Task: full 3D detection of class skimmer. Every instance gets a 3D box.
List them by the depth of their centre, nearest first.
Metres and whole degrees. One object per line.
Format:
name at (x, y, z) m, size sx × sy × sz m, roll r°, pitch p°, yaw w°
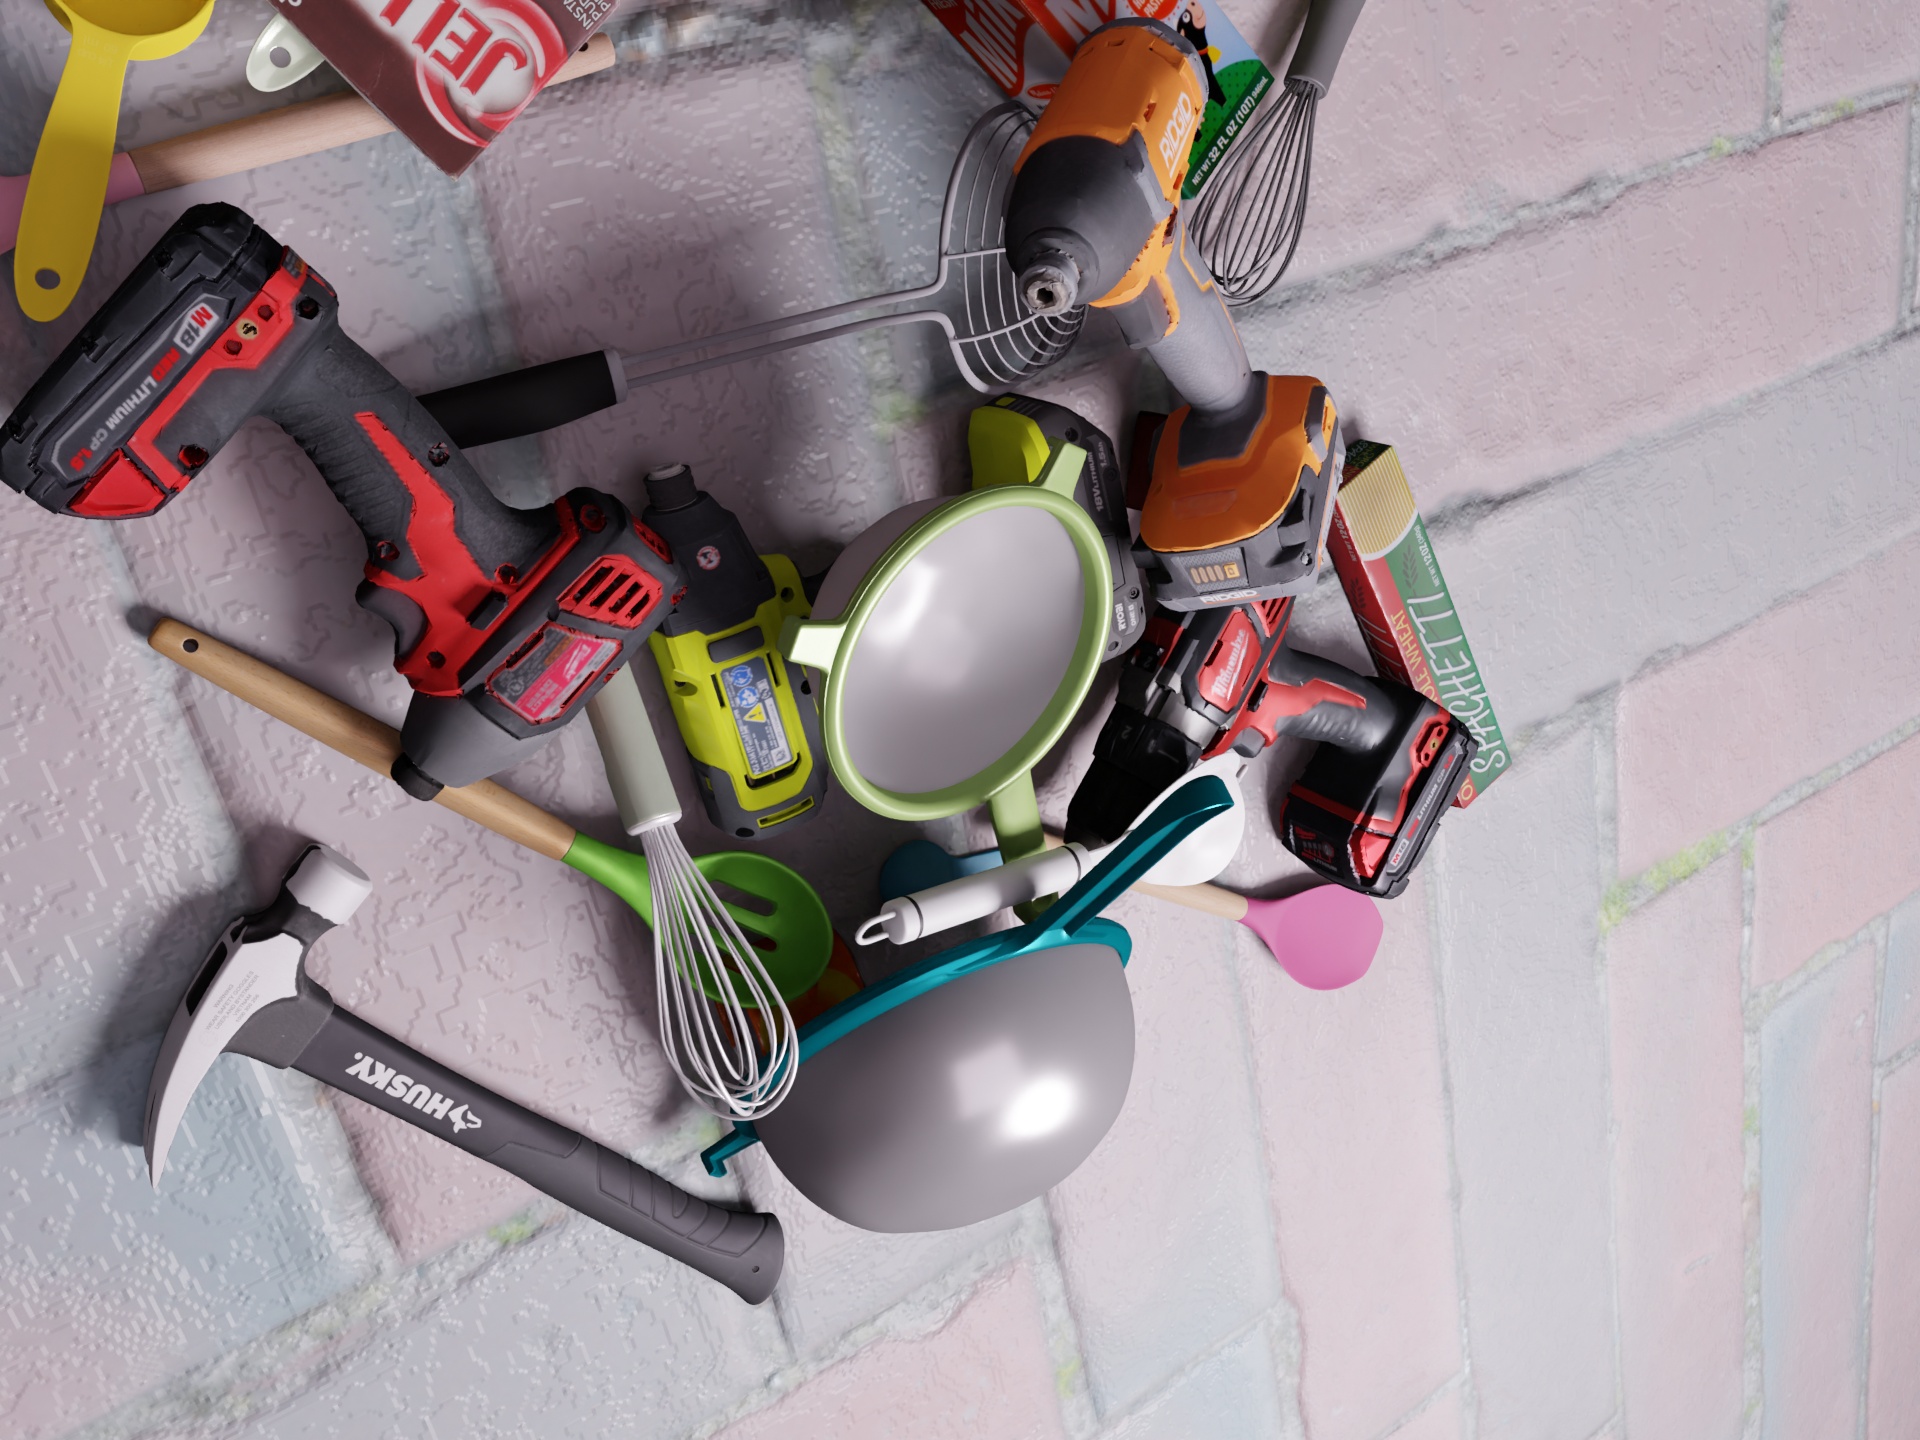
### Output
skimmer at (-0.096, -0.173, 0.689) m, size 0.363 × 0.090 × 0.127 m, roll -18°, pitch 126°, yaw -14°

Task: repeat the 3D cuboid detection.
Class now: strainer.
strainer at (-0.001, -0.002, 0.704) m, size 0.151 × 0.069 × 0.256 m, roll -37°, pitch 139°, yaw -20°
strainer at (0.034, 0.149, 0.711) m, size 0.211 × 0.095 × 0.340 m, roll -7°, pitch 150°, yaw -37°
strainer at (0.058, 0.067, 0.732) m, size 0.258 × 0.050 × 0.086 m, roll -14°, pitch 143°, yaw -36°

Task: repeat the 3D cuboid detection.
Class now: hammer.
hammer at (-0.206, 0.200, 0.735) m, size 0.334 × 0.035 × 0.146 m, roll 42°, pitch 81°, yaw -34°

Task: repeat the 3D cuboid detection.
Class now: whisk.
whisk at (-0.128, 0.051, 0.676) m, size 0.059 × 0.058 × 0.246 m, roll -22°, pitch 84°, yaw 17°
whisk at (0.171, -0.320, 0.799) m, size 0.055 × 0.055 × 0.239 m, roll 23°, pitch 87°, yaw -34°

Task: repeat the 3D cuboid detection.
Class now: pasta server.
pasta server at (-0.268, -0.207, 0.569) m, size 0.316 × 0.040 × 0.060 m, roll -26°, pitch 87°, yaw -24°

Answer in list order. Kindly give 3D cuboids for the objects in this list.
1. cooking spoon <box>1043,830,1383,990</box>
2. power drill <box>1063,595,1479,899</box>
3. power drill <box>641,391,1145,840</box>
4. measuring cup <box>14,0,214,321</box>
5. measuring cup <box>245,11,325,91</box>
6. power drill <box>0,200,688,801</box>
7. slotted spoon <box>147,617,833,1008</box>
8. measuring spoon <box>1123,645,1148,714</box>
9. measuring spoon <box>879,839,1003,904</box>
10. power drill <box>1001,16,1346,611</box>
cooking spoon at (0.144, 0.103, 0.923) m, size 0.318 × 0.017 × 0.069 m, roll 20°, pitch 92°, yaw -37°
power drill at (0.166, 0.023, 0.875) m, size 0.226 × 0.080 × 0.188 m, roll 30°, pitch 88°, yaw -36°
power drill at (-0.034, -0.063, 0.734) m, size 0.223 × 0.080 × 0.171 m, roll -23°, pitch 117°, yaw -20°
measuring cup at (-0.293, -0.206, 0.536) m, size 0.062 × 0.029 × 0.156 m, roll 13°, pitch 82°, yaw -25°
measuring cup at (-0.203, -0.292, 0.584) m, size 0.167 × 0.038 × 0.083 m, roll -48°, pitch 124°, yaw -5°
power drill at (-0.224, -0.069, 0.590) m, size 0.143 × 0.079 × 0.219 m, roll -47°, pitch 121°, yaw 5°
slotted spoon at (-0.189, 0.039, 0.677) m, size 0.313 × 0.031 × 0.070 m, roll 32°, pitch 69°, yaw -25°
measuring spoon at (0.089, -0.048, 0.853) m, size 0.021 × 0.011 × 0.116 m, roll -30°, pitch 115°, yaw -30°
measuring spoon at (0.018, 0.081, 0.841) m, size 0.128 × 0.021 × 0.042 m, roll -5°, pitch 107°, yaw -30°
power drill at (0.088, -0.154, 0.669) m, size 0.226 × 0.084 × 0.164 m, roll 58°, pitch 39°, yaw -35°
